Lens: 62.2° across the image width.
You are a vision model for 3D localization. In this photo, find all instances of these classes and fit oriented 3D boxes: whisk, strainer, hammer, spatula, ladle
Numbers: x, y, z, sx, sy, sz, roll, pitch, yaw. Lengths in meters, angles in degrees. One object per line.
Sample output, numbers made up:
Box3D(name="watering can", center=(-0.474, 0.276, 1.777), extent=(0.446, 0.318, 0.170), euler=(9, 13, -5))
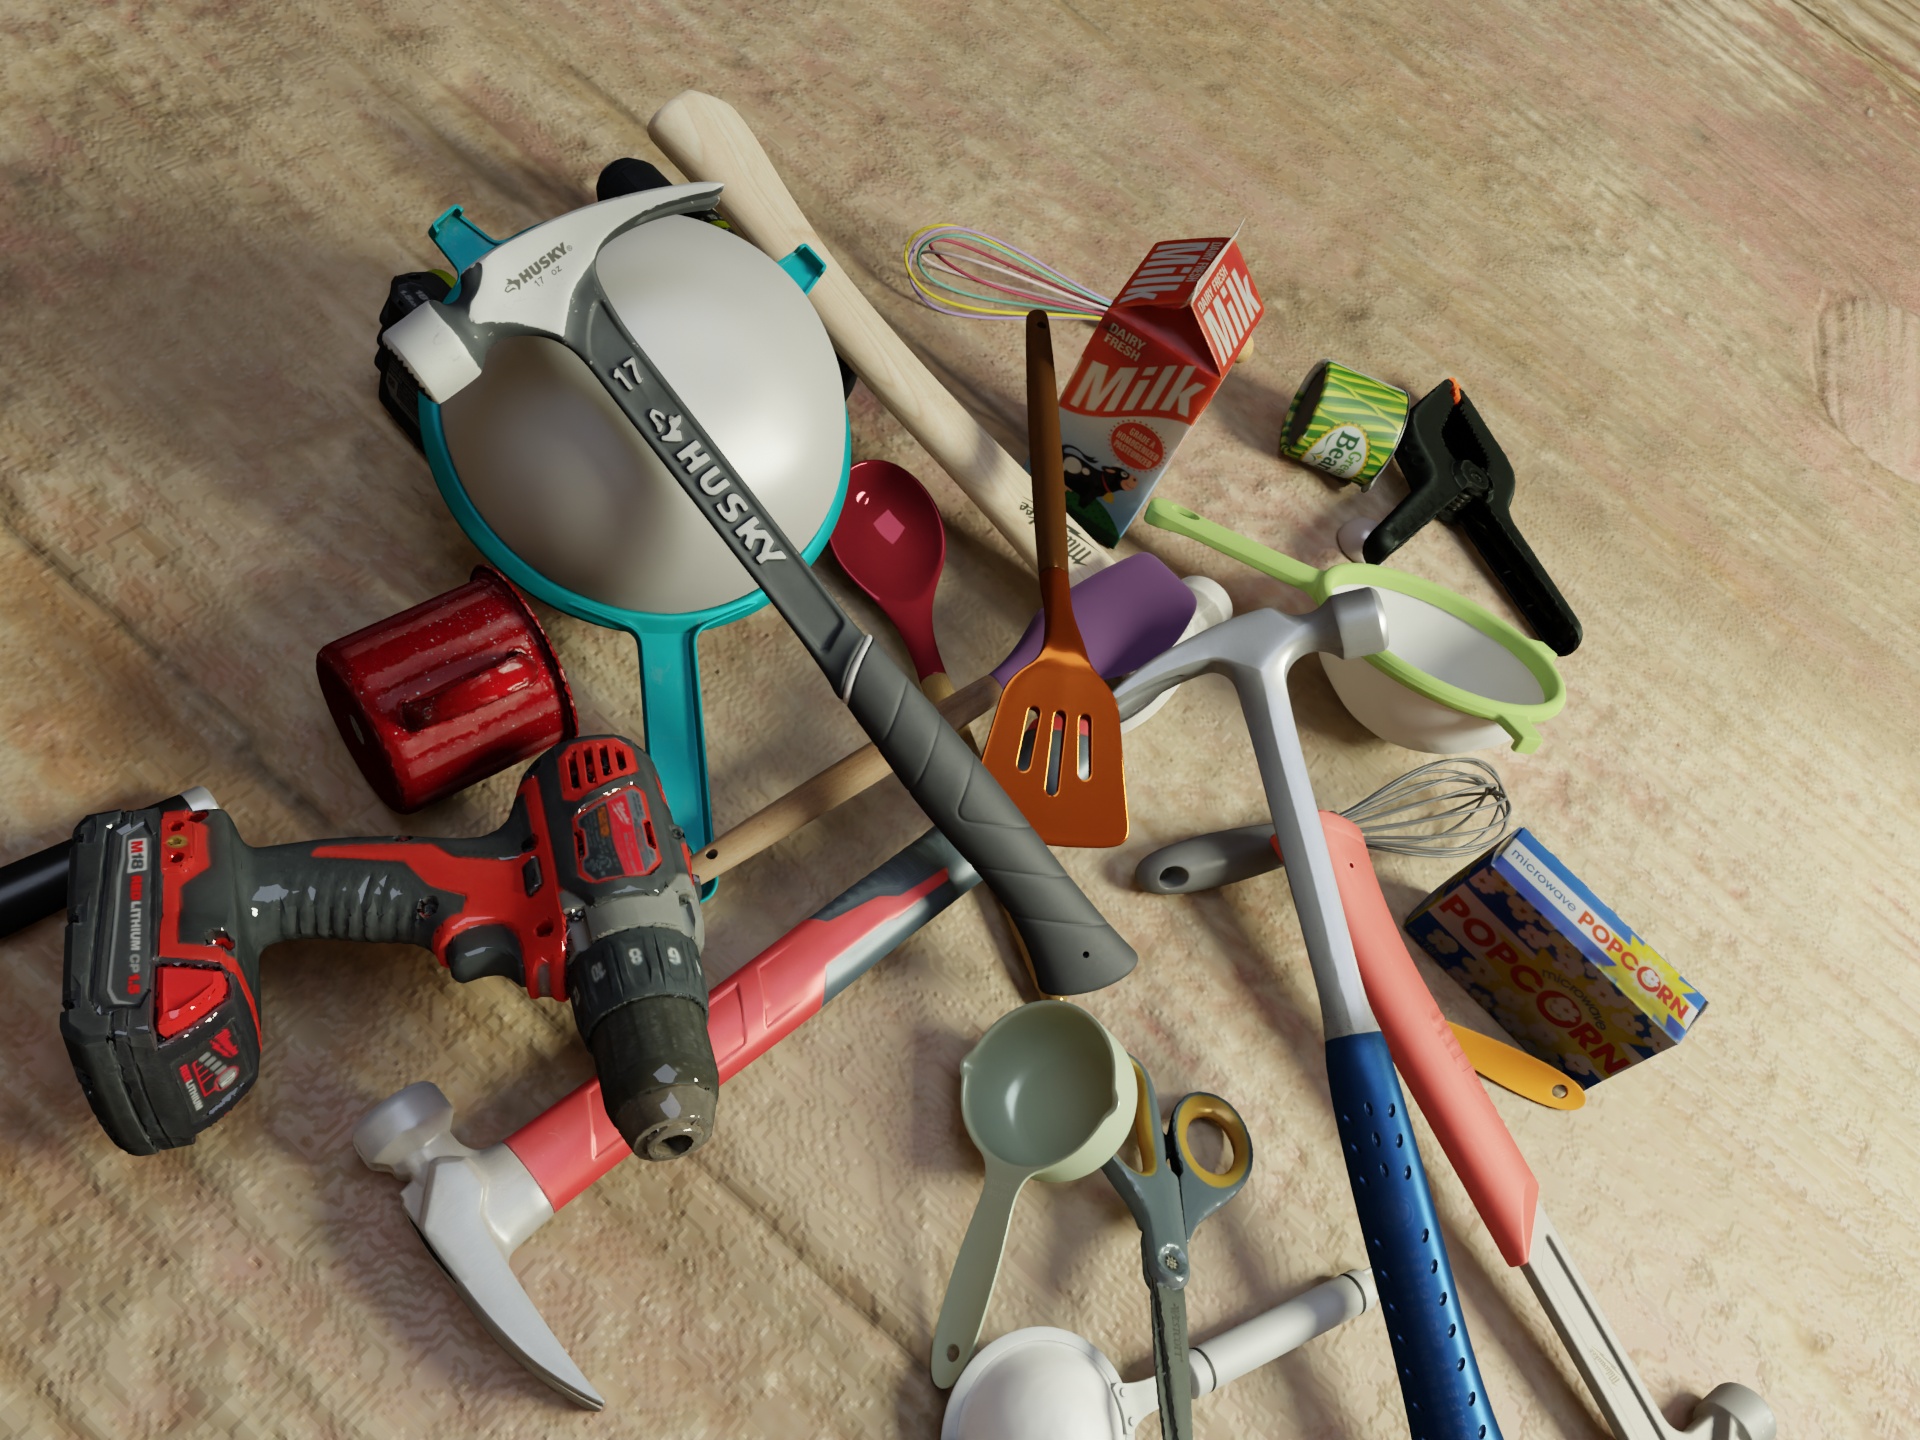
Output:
Box3D(name="whisk", center=(0.080, -0.272, 1.023), extent=(0.245, 0.051, 0.047), euler=(10, 50, -19))
Box3D(name="strainer", center=(-0.127, -0.089, 0.722), extent=(0.211, 0.095, 0.340), euler=(-2, 80, -27))
Box3D(name="hammer", center=(-0.024, -0.164, 0.855), extent=(0.410, 0.038, 0.146), euler=(48, 53, -5))
Box3D(name="spatula", center=(0.043, -0.088, 0.814), extent=(0.081, 0.041, 0.323), euler=(8, 56, -14))
Box3D(name="hammer", center=(-0.053, -0.041, 0.684), extent=(0.149, 0.036, 0.408), euler=(-40, 101, -10))
Box3D(name="hammer", center=(0.173, 0.137, 0.737), extent=(0.144, 0.035, 0.406), euler=(-14, 70, 8))
Box3D(name="strainer", center=(0.093, 0.278, 0.672), extent=(0.258, 0.050, 0.087), euler=(-12, 79, -31))
Box3D(name="whisk", center=(0.199, 0.062, 0.853), extent=(0.239, 0.055, 0.055), euler=(-10, 63, -21))
Box3D(name="ladle", center=(-0.004, 0.000, 0.821), extent=(0.069, 0.031, 0.316), euler=(-9, 64, -24))
Box3D(name="hammer", center=(0.242, 0.209, 0.755), extent=(0.149, 0.036, 0.359), euler=(-19, 74, -31))
Box3D(name="strainer", center=(0.213, -0.047, 0.915), extent=(0.256, 0.069, 0.151), euler=(27, 30, 11))
Box3D(name="spatula", center=(-0.001, -0.002, 0.776), extent=(0.316, 0.018, 0.060), euler=(-31, 67, -28))
Box3D(name="hammer", center=(-0.055, 0.119, 0.701), extent=(0.386, 0.038, 0.143), euler=(-35, 77, -31))

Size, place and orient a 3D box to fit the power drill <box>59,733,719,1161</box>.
Box3D(name="power drill", center=(-0.207, 0.098, 0.607), extent=(0.226, 0.080, 0.188), euler=(-8, 48, -18))

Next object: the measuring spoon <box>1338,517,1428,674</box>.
Box3D(name="measuring spoon", center=(0.267, -0.077, 0.984), extent=(0.034, 0.018, 0.124), euler=(-1, 59, -23))

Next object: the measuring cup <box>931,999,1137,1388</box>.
Box3D(name="measuring cup", center=(0.027, 0.206, 0.690), extent=(0.038, 0.083, 0.168), euler=(42, 62, -48))

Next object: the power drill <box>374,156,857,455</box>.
Box3D(name="power drill", center=(-0.191, -0.211, 0.854), extent=(0.190, 0.080, 0.228), euler=(47, 51, 10))

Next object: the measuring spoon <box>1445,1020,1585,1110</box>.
Box3D(name="measuring spoon", center=(0.273, 0.173, 0.827), extent=(0.117, 0.021, 0.011), euler=(27, 10, -5))

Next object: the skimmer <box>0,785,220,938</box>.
Box3D(name="skimmer", center=(-0.423, 0.109, 0.543), extent=(0.363, 0.090, 0.127), euler=(-30, 106, -37))
